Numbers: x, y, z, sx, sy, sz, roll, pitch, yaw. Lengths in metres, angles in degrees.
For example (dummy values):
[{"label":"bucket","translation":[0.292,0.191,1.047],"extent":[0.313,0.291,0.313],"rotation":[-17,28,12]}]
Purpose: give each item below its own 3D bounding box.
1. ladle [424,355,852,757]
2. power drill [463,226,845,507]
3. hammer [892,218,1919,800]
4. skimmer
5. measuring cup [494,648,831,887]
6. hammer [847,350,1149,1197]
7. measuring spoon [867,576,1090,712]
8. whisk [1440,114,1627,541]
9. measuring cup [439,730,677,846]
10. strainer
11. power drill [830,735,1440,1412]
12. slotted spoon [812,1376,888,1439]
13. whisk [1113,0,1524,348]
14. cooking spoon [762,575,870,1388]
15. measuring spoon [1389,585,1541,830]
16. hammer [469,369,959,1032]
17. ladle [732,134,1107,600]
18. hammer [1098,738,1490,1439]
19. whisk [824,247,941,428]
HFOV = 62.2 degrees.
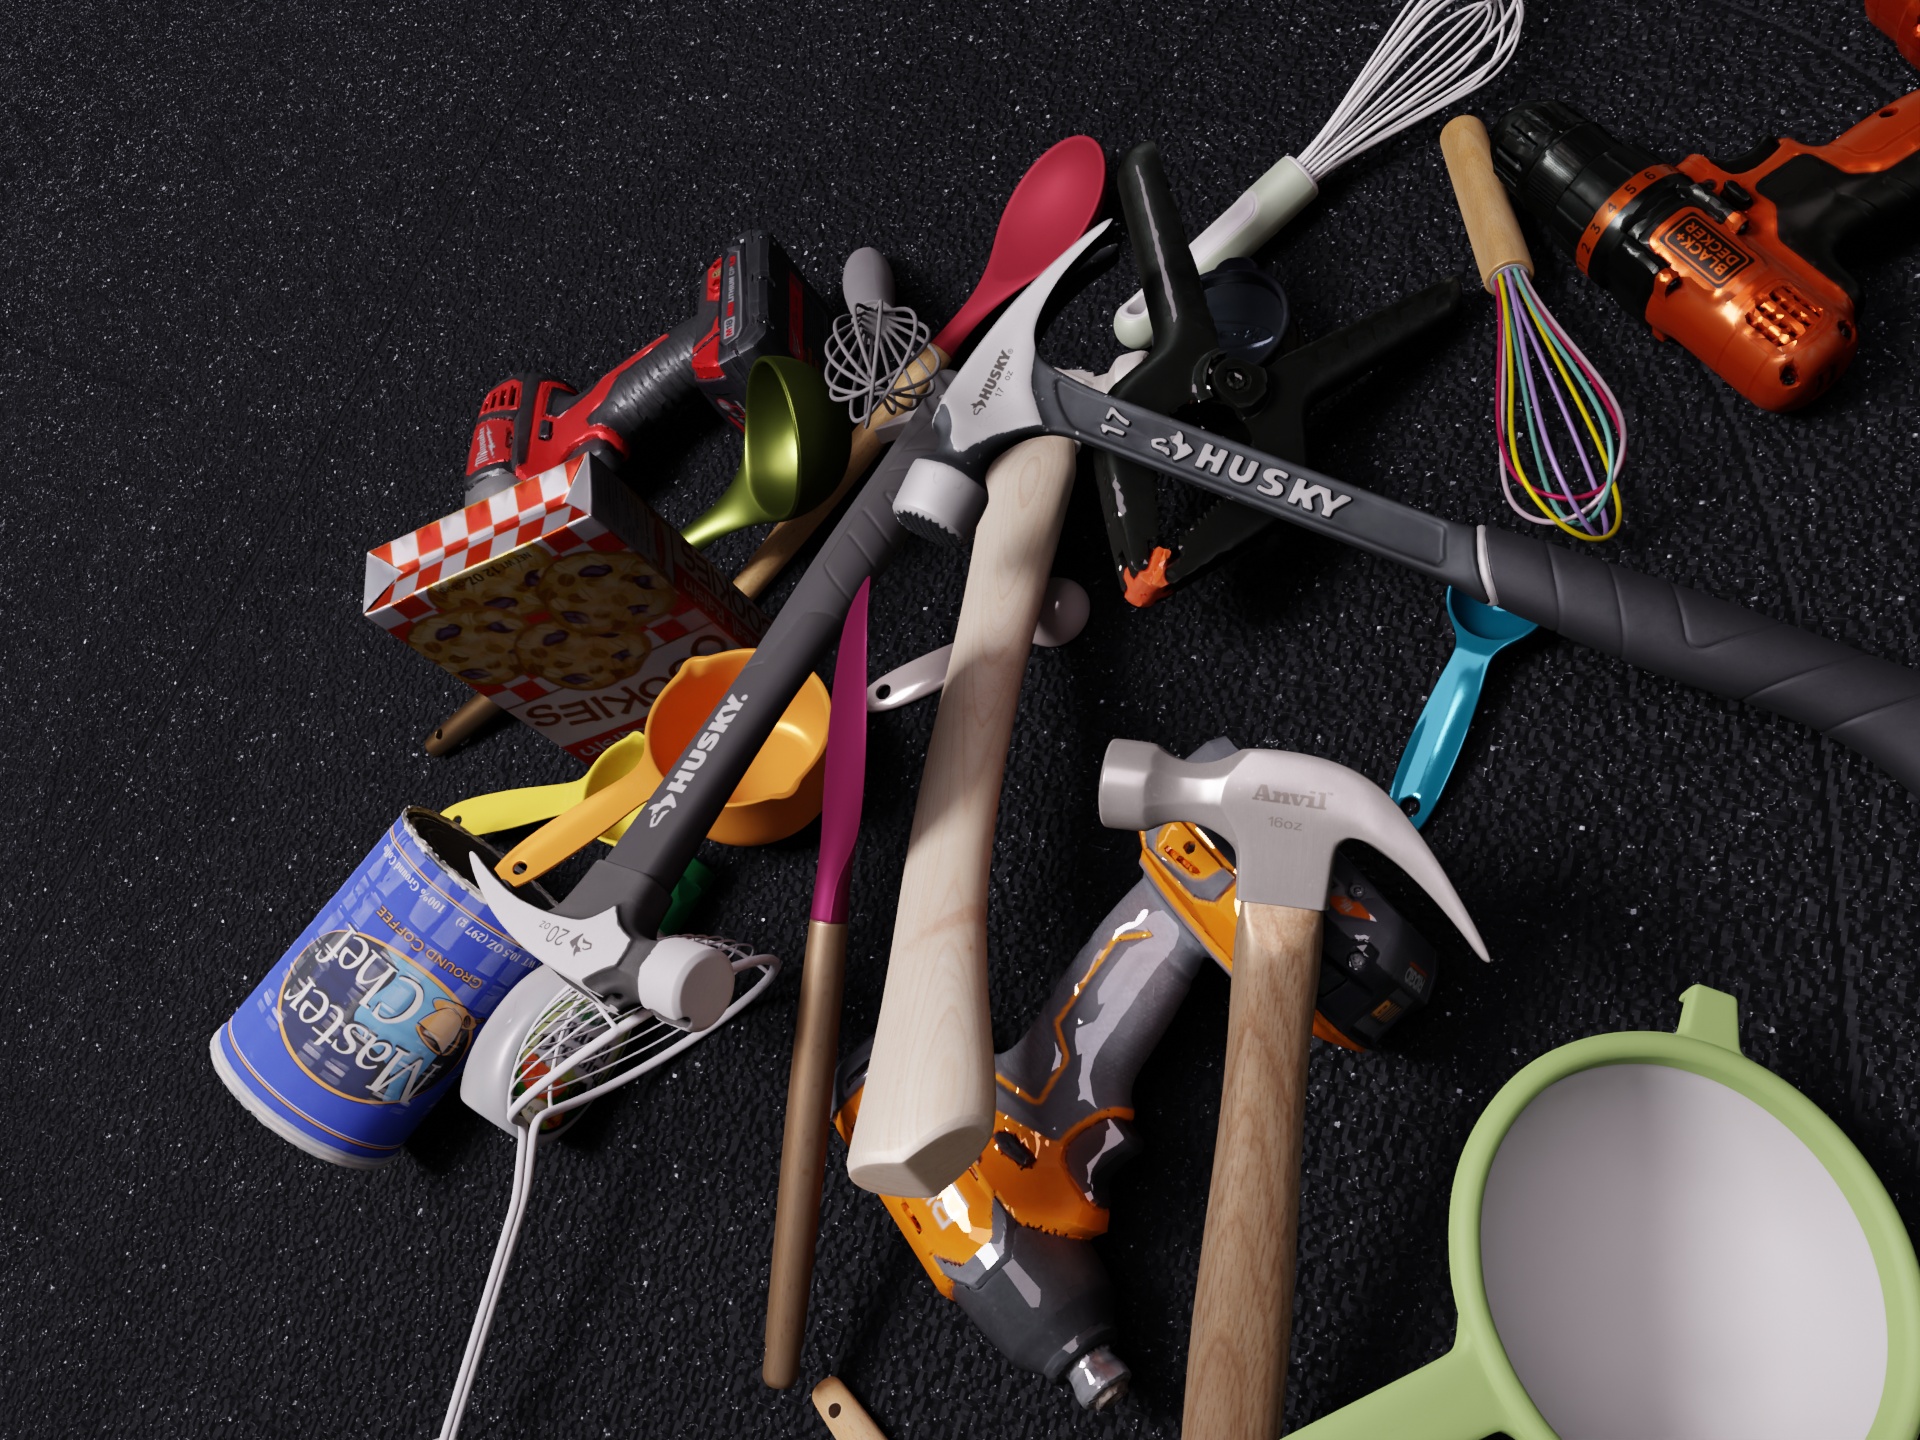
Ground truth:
[{"label":"ladle","translation":[-0.177,-0.069,0.805],"extent":[0.320,0.062,0.078],"rotation":[-34,61,23]},{"label":"power drill","translation":[-0.174,-0.159,0.856],"extent":[0.219,0.078,0.143],"rotation":[-22,47,20]},{"label":"hammer","translation":[0.183,-0.070,0.606],"extent":[0.409,0.036,0.149],"rotation":[24,81,16]},{"label":"skimmer","translation":[-0.174,0.259,0.668],"extent":[0.090,0.127,0.363],"rotation":[16,86,13]},{"label":"measuring cup","translation":[-0.134,0.038,0.739],"extent":[0.173,0.052,0.095],"rotation":[-33,59,-13]},{"label":"hammer","translation":[-0.001,-0.002,0.667],"extent":[0.146,0.038,0.411],"rotation":[-9,48,24]},{"label":"measuring spoon","translation":[0.003,-0.035,0.753],"extent":[0.124,0.018,0.034],"rotation":[-25,58,15]},{"label":"whisk","translation":[0.239,-0.177,0.683],"extent":[0.047,0.051,0.245],"rotation":[-5,58,3]},{"label":"measuring cup","translation":[-0.202,0.046,0.813],"extent":[0.156,0.029,0.062],"rotation":[-10,63,25]},{"label":"strainer","translation":[0.169,0.198,0.492],"extent":[0.256,0.069,0.152],"rotation":[-20,69,-15]},{"label":"power drill","translation":[0.069,0.135,0.605],"extent":[0.226,0.084,0.164],"rotation":[-44,56,7]},{"label":"slotted spoon","translation":[0.041,0.350,0.548],"extent":[0.070,0.031,0.314],"rotation":[-45,53,-6]},{"label":"whisk","translation":[0.169,-0.268,0.764],"extent":[0.246,0.059,0.058],"rotation":[-41,44,9]},{"label":"cooking spoon","translation":[-0.054,0.103,0.617],"extent":[0.017,0.069,0.319],"rotation":[6,93,-6]},{"label":"measuring spoon","translation":[0.204,-0.009,0.646],"extent":[0.042,0.021,0.128],"rotation":[23,87,33]},{"label":"hammer","translation":[-0.079,-0.029,0.688],"extent":[0.146,0.035,0.335],"rotation":[11,59,38]},{"label":"ladle","translation":[-0.027,-0.172,0.827],"extent":[0.315,0.031,0.069],"rotation":[-51,43,0]},{"label":"hammer","translation":[0.099,0.175,0.531],"extent":[0.130,0.031,0.331],"rotation":[5,90,16]},{"label":"whisk","translation":[-0.043,-0.200,0.785],"extent":[0.055,0.055,0.239],"rotation":[-30,27,11]}]
